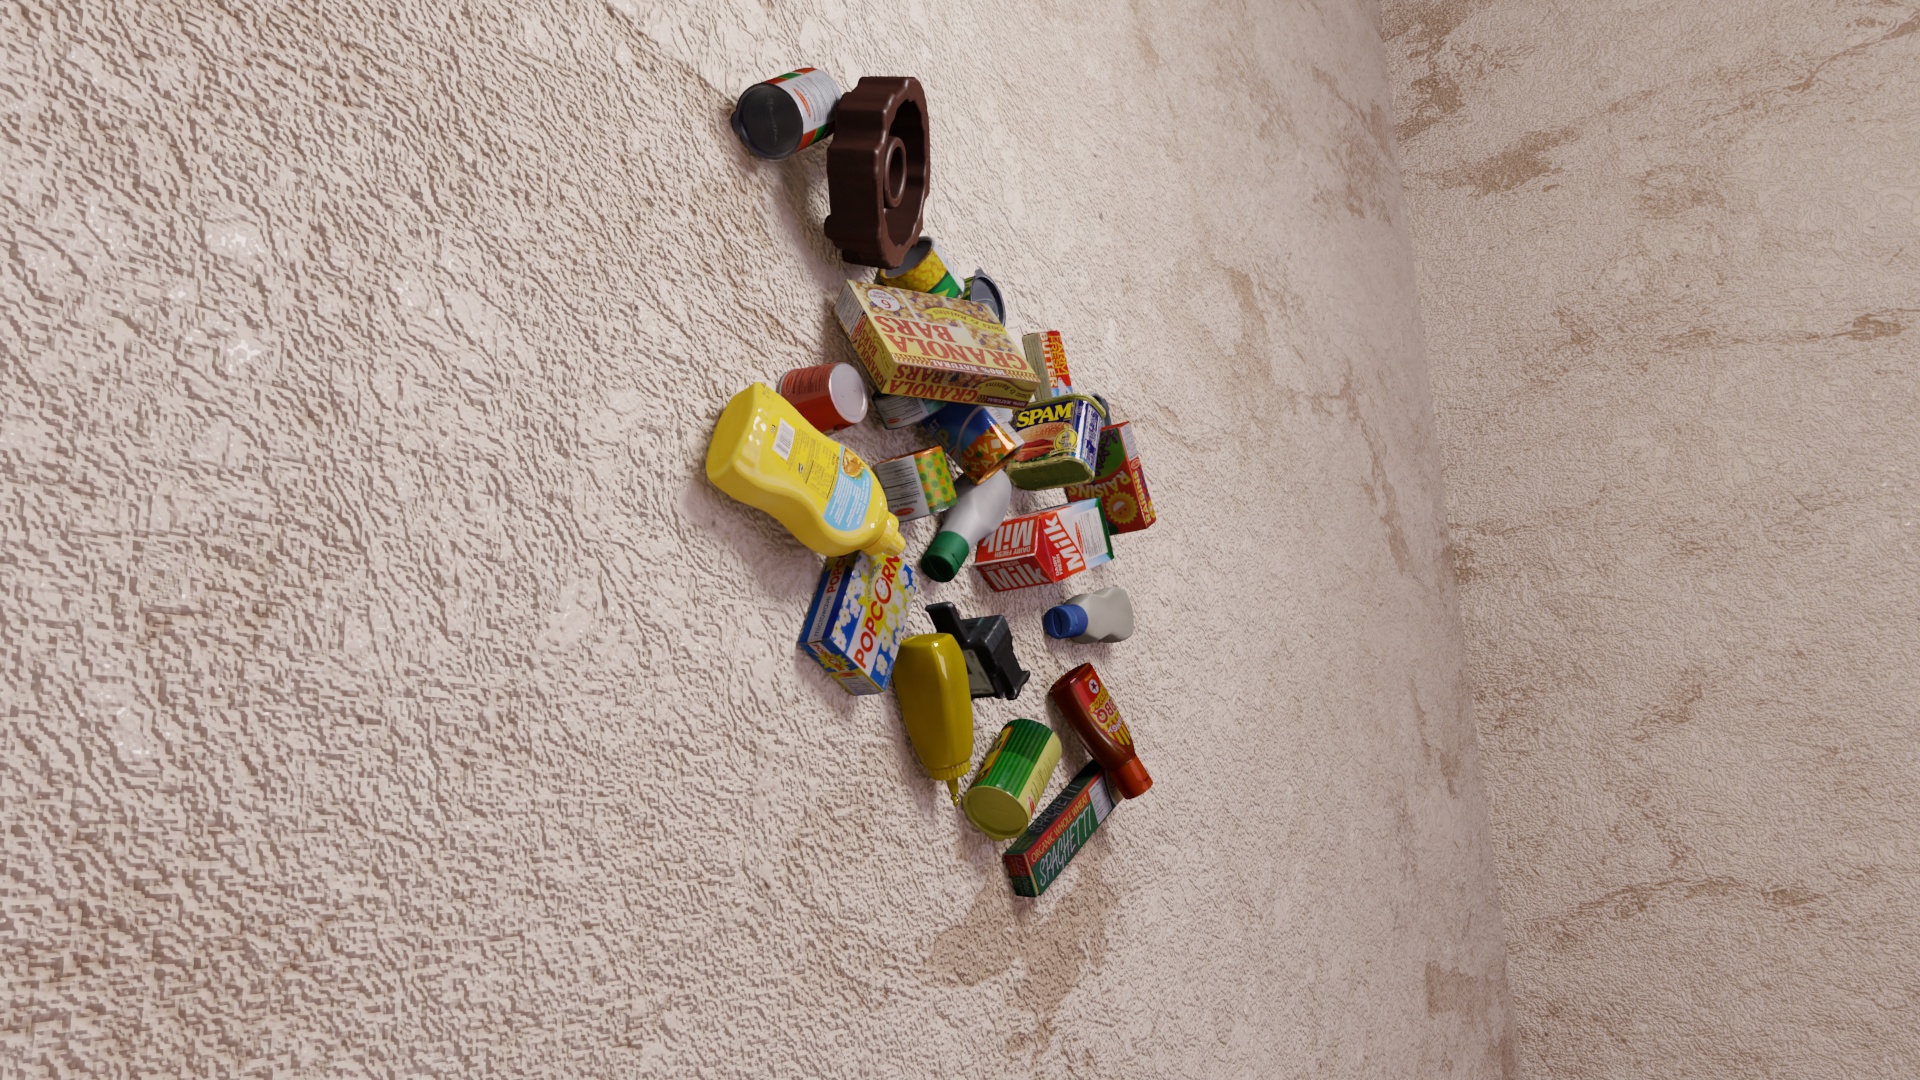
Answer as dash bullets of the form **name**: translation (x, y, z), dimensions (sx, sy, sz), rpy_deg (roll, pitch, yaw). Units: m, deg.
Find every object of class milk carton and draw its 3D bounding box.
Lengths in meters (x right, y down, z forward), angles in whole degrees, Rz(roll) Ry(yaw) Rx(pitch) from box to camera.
- **milk carton**: translation (0.086, 0.006, 1.467), dimensions (0.191, 0.072, 0.073), rpy_deg (-17, 95, -59)

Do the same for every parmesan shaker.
- **parmesan shaker**: translation (0.051, 0.232, 1.350), dimensions (0.071, 0.071, 0.103), rpy_deg (63, 35, -22)

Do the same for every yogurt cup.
- **yogurt cup**: translation (-0.118, -0.123, 1.209), dimensions (0.072, 0.054, 0.072), rpy_deg (26, 58, -52)

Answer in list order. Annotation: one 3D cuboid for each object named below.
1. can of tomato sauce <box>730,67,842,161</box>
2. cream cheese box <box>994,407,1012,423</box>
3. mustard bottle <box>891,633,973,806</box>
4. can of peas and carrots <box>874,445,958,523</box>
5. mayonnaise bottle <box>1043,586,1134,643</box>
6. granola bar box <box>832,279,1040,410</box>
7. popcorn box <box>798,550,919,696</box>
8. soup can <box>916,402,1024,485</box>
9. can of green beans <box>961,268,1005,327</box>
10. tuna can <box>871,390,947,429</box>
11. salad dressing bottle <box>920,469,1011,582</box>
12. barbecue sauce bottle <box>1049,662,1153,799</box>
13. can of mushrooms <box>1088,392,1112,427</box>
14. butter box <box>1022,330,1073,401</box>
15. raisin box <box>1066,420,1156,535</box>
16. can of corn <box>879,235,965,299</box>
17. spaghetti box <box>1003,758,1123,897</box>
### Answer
- **can of tomato sauce**: translation (-0.151, -0.377, 1.227), dimensions (0.071, 0.071, 0.083), rpy_deg (67, 31, -18)
- **cream cheese box**: translation (0.008, -0.159, 1.415), dimensions (0.103, 0.053, 0.024), rpy_deg (62, 40, -24)
- **mustard bottle**: translation (-0.019, 0.165, 1.266), dimensions (0.049, 0.065, 0.160), rpy_deg (-22, 105, -52)
- **can of peas and carrots**: translation (-0.040, -0.053, 1.297), dimensions (0.071, 0.071, 0.058), rpy_deg (-27, 103, -57)
- **mayonnaise bottle**: translation (0.145, 0.087, 1.563), dimensions (0.148, 0.041, 0.065), rpy_deg (-2, 80, -56)
- **granola bar box**: translation (-0.023, -0.180, 1.289), dimensions (0.166, 0.039, 0.124), rpy_deg (3, 42, -37)
- **popcorn box**: translation (-0.087, 0.061, 1.212), dimensions (0.085, 0.038, 0.127), rpy_deg (48, 43, -37)
- **soup can**: translation (0.010, -0.104, 1.364), dimensions (0.084, 0.071, 0.071), rpy_deg (49, 34, 6)
- **can of green beans**: translation (0.005, -0.236, 1.432), dimensions (0.071, 0.057, 0.071), rpy_deg (23, 61, -52)
- **tuna can**: translation (-0.047, -0.135, 1.311), dimensions (0.071, 0.071, 0.032), rpy_deg (-50, 121, -51)
- **salad dressing bottle**: translation (0.005, -0.017, 1.376), dimensions (0.064, 0.044, 0.148), rpy_deg (57, 39, -22)
- **barbecue sauce bottle**: translation (0.155, 0.209, 1.502), dimensions (0.148, 0.043, 0.065), rpy_deg (59, 36, -2)
- **can of mushrooms**: translation (0.152, -0.141, 1.651), dimensions (0.071, 0.033, 0.071), rpy_deg (24, 60, -51)
- **butter box**: translation (0.104, -0.190, 1.601), dimensions (0.053, 0.024, 0.103), rpy_deg (-15, 93, -57)
- **raisin box**: translation (0.167, -0.068, 1.602), dimensions (0.040, 0.086, 0.123), rpy_deg (-32, 107, -61)
- **can of corn**: translation (-0.040, -0.255, 1.364), dimensions (0.058, 0.071, 0.071), rpy_deg (52, 41, -35)
- **spaghetti box**: translation (0.117, 0.293, 1.463), dimensions (0.251, 0.028, 0.050), rpy_deg (-31, 106, -56)
